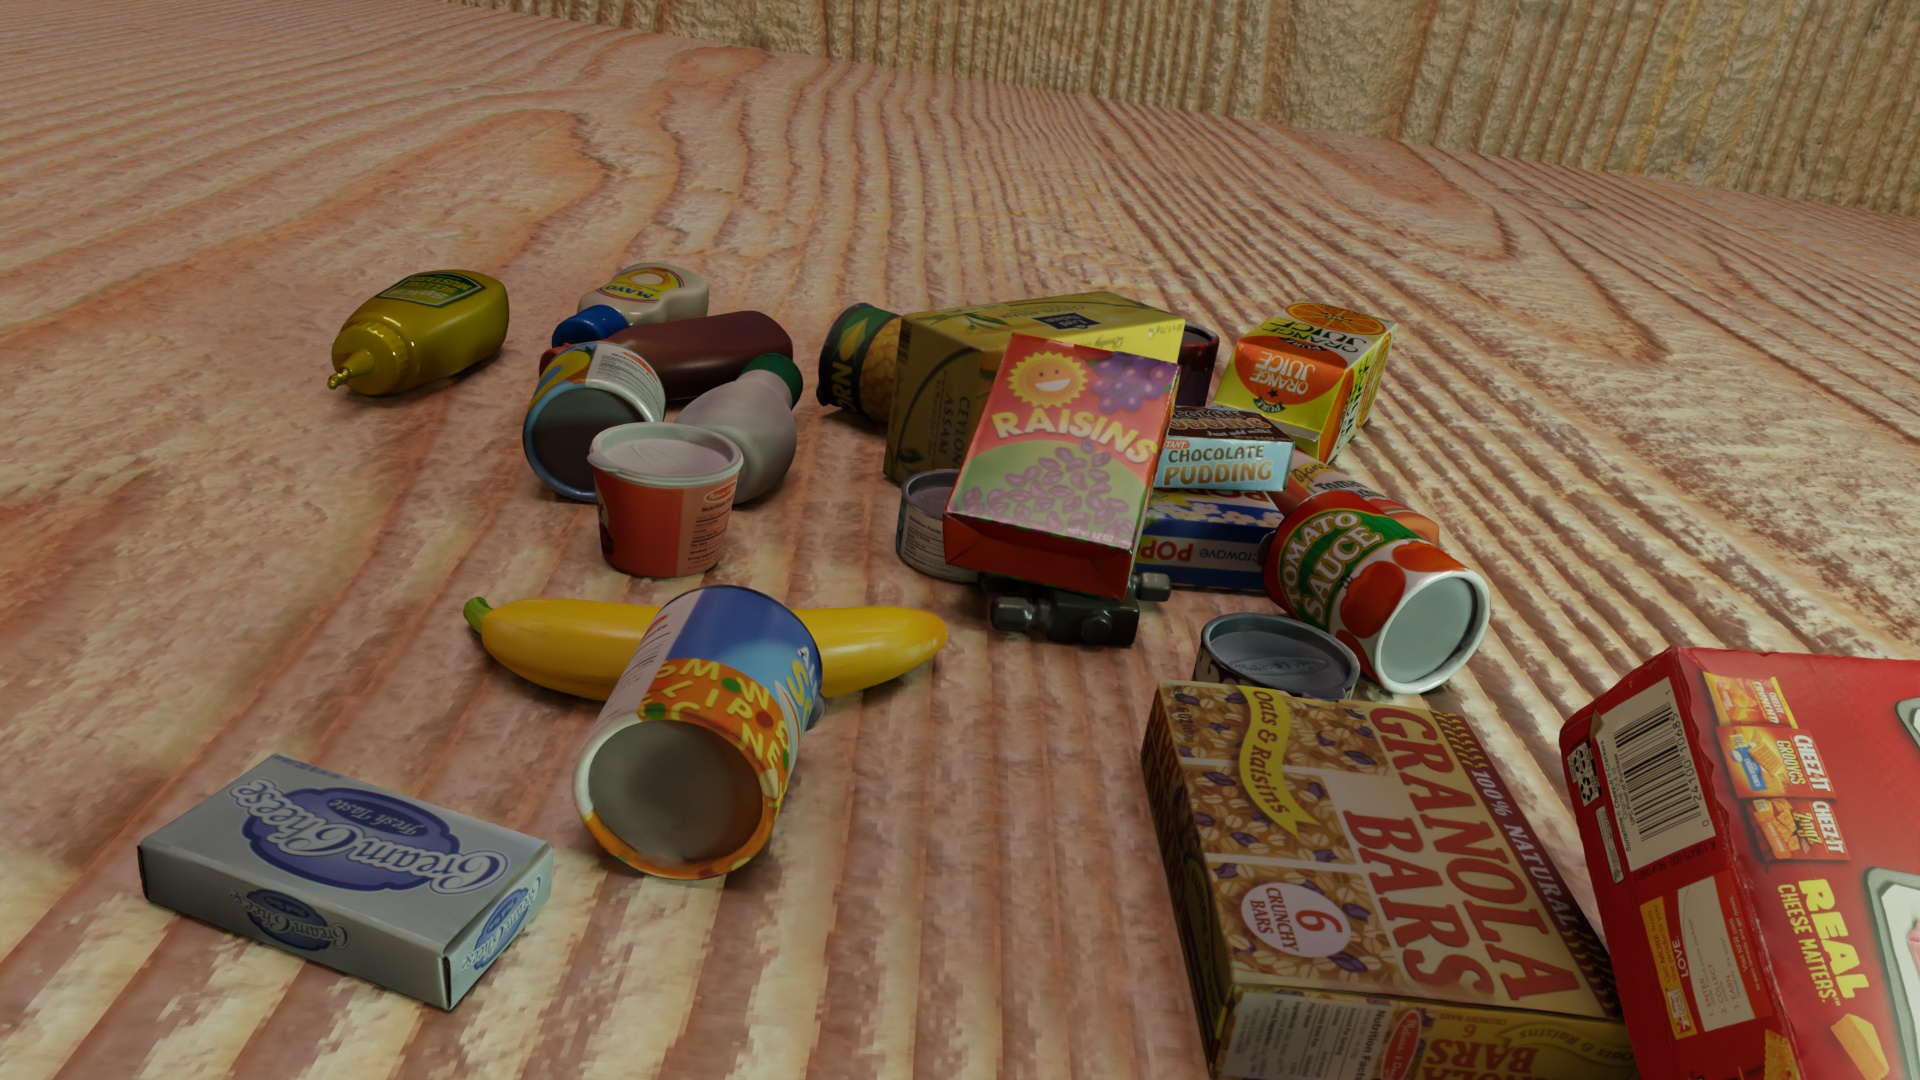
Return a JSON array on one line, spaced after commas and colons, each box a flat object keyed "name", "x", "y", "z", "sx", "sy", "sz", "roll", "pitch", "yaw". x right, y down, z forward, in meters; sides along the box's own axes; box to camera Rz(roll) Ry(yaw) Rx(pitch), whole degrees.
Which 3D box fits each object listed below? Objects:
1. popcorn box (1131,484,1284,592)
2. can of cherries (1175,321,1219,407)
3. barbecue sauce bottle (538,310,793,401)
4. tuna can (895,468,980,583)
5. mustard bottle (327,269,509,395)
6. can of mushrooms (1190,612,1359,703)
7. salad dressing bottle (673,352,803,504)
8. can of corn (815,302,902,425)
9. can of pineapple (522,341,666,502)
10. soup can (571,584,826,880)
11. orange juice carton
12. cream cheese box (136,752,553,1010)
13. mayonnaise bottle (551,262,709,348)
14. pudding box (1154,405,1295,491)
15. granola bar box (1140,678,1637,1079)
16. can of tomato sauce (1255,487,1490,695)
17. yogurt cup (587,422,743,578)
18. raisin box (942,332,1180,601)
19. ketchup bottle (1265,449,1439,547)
[{"name": "popcorn box", "x": 0.098, "y": -0.012, "z": 0.718, "sx": 0.127, "sy": 0.038, "sz": 0.085, "roll": 5, "pitch": 25, "yaw": -8}, {"name": "can of cherries", "x": 0.133, "y": -0.112, "z": 0.922, "sx": 0.071, "sy": 0.058, "sz": 0.072, "roll": 8, "pitch": 24, "yaw": -3}, {"name": "barbecue sauce bottle", "x": -0.175, "y": -0.106, "z": 0.827, "sx": 0.149, "sy": 0.043, "sz": 0.065, "roll": -17, "pitch": 36, "yaw": -43}, {"name": "tuna can", "x": 0.002, "y": -0.009, "z": 0.687, "sx": 0.071, "sy": 0.032, "sz": 0.071, "roll": 7, "pitch": 25, "yaw": -3}, {"name": "mustard bottle", "x": -0.315, "y": -0.116, "z": 0.795, "sx": 0.065, "sy": 0.048, "sz": 0.161, "roll": 8, "pitch": 25, "yaw": 3}, {"name": "can of mushrooms", "x": 0.131, "y": 0.061, "z": 0.581, "sx": 0.071, "sy": 0.033, "sz": 0.071, "roll": 8, "pitch": 24, "yaw": -3}, {"name": "salad dressing bottle", "x": -0.116, "y": -0.066, "z": 0.761, "sx": 0.064, "sy": 0.043, "sz": 0.148, "roll": 7, "pitch": 24, "yaw": 2}, {"name": "can of corn", "x": -0.044, "y": -0.102, "z": 0.836, "sx": 0.058, "sy": 0.070, "sz": 0.071, "roll": 22, "pitch": 28, "yaw": 26}, {"name": "can of pineapple", "x": -0.184, "y": -0.059, "z": 0.698, "sx": 0.071, "sy": 0.070, "sz": 0.058, "roll": 4, "pitch": 25, "yaw": -11}, {"name": "soup can", "x": -0.083, "y": 0.064, "z": 0.468, "sx": 0.071, "sy": 0.071, "sz": 0.084, "roll": 9, "pitch": 25, "yaw": 0}, {"name": "orange juice carton", "x": 0.222, "y": -0.099, "z": 0.906, "sx": 0.072, "sy": 0.072, "sz": 0.193, "roll": 20, "pitch": 27, "yaw": 22}, {"name": "cream cheese box", "x": -0.180, "y": 0.098, "z": 0.411, "sx": 0.104, "sy": 0.024, "sz": 0.053, "roll": 15, "pitch": 26, "yaw": 13}, {"name": "mayonnaise bottle", "x": -0.214, "y": -0.144, "z": 0.896, "sx": 0.065, "sy": 0.041, "sz": 0.149, "roll": 13, "pitch": 25, "yaw": 6}, {"name": "pudding box", "x": 0.125, "y": -0.049, "z": 0.723, "sx": 0.084, "sy": 0.030, "sz": 0.050, "roll": 2, "pitch": 24, "yaw": -16}, {"name": "granola bar box", "x": 0.134, "y": 0.110, "z": 0.469, "sx": 0.124, "sy": 0.039, "sz": 0.166, "roll": 7, "pitch": 25, "yaw": -4}, {"name": "can of tomato sauce", "x": 0.189, "y": 0.022, "z": 0.641, "sx": 0.071, "sy": 0.071, "sz": 0.083, "roll": -4, "pitch": 28, "yaw": -26}, {"name": "yogurt cup", "x": -0.136, "y": -0.018, "z": 0.638, "sx": 0.072, "sy": 0.053, "sz": 0.073, "roll": 7, "pitch": 25, "yaw": -3}, {"name": "raisin box", "x": 0.049, "y": -0.038, "z": 0.647, "sx": 0.086, "sy": 0.039, "sz": 0.124, "roll": 12, "pitch": 50, "yaw": 11}, {"name": "ketchup bottle", "x": 0.188, "y": -0.023, "z": 0.767, "sx": 0.065, "sy": 0.043, "sz": 0.149, "roll": -3, "pitch": 27, "yaw": -32}]
